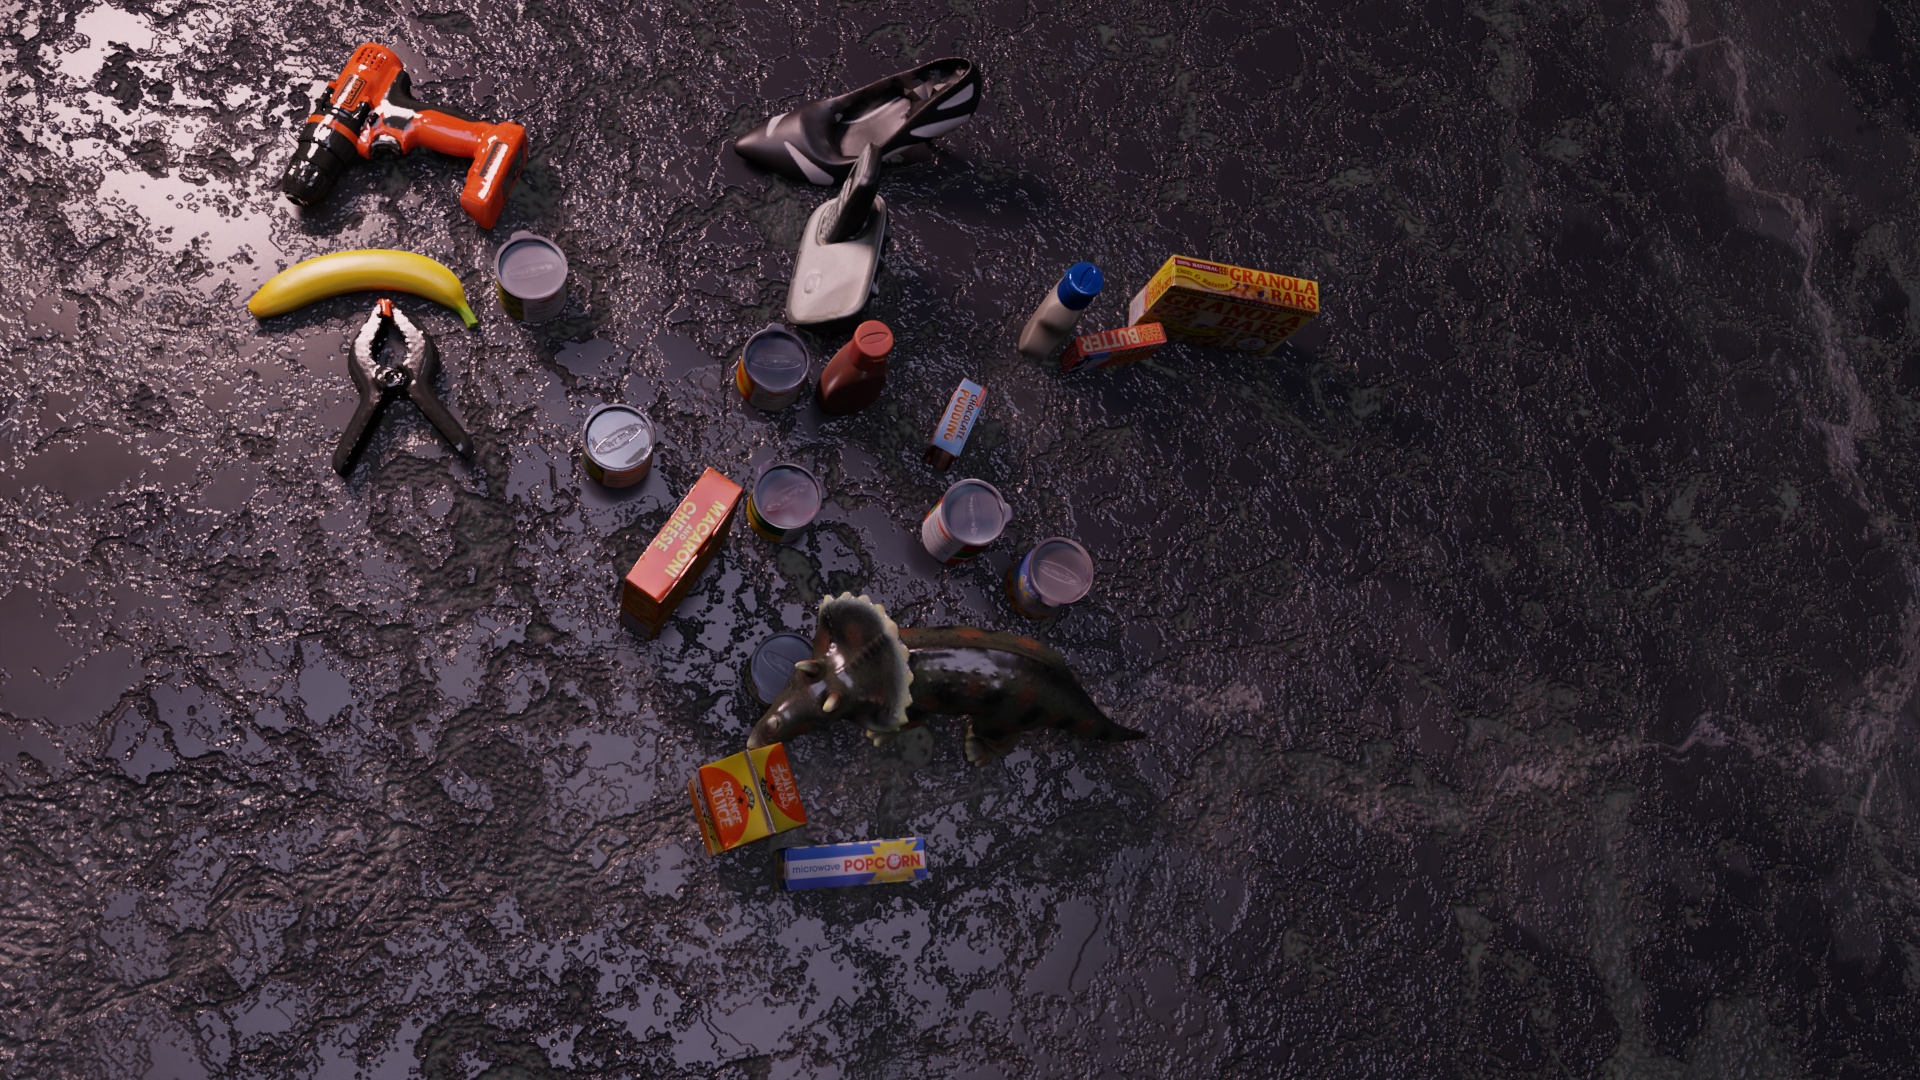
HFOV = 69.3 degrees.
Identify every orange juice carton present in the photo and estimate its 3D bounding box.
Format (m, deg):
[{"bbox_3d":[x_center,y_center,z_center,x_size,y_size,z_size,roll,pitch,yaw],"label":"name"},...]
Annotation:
[{"bbox_3d":[-0.182,0.221,1.180,0.073,0.192,0.072,-16,80,-19],"label":"orange juice carton"}]

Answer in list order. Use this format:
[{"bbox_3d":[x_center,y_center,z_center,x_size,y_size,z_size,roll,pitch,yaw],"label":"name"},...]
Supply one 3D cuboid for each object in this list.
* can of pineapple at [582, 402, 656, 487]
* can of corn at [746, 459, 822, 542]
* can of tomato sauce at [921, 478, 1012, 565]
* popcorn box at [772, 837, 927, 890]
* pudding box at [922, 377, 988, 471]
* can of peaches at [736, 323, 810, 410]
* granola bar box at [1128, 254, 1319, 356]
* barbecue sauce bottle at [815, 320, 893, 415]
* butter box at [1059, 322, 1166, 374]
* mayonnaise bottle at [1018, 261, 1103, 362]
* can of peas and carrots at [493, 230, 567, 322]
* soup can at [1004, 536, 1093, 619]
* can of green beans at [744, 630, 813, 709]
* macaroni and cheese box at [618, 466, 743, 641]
[{"bbox_3d":[-0.321,-0.090,1.302,0.071,0.057,0.071,4,74,-15],"label":"can of pineapple"},{"bbox_3d":[-0.171,-0.038,1.329,0.071,0.058,0.071,4,74,-15],"label":"can of corn"},{"bbox_3d":[0.005,-0.017,1.359,0.071,0.083,0.071,4,74,-15],"label":"can of tomato sauce"},{"bbox_3d":[-0.100,0.290,1.241,0.127,0.085,0.038,-1,75,-16],"label":"popcorn box"},{"bbox_3d":[-0.005,-0.117,1.403,0.030,0.049,0.084,27,69,-7],"label":"pudding box"},{"bbox_3d":[-0.184,-0.169,1.363,0.071,0.058,0.071,4,74,-15],"label":"can of peaches"},{"bbox_3d":[0.278,-0.249,1.480,0.166,0.124,0.039,8,73,-13],"label":"granola bar box"},{"bbox_3d":[-0.097,-0.166,1.338,0.065,0.148,0.044,-15,80,-19],"label":"barbecue sauce bottle"},{"bbox_3d":[0.161,-0.204,1.472,0.104,0.053,0.024,-13,79,-19],"label":"butter box"},{"bbox_3d":[0.104,-0.235,1.414,0.041,0.147,0.065,31,69,-6],"label":"mayonnaise bottle"},{"bbox_3d":[-0.409,-0.250,1.323,0.071,0.058,0.071,4,74,-15],"label":"can of peas and carrots"},{"bbox_3d":[0.085,0.041,1.365,0.071,0.083,0.071,4,74,-15],"label":"soup can"},{"bbox_3d":[-0.165,0.121,1.286,0.071,0.057,0.071,4,74,-15],"label":"can of green beans"},{"bbox_3d":[-0.249,0.015,1.234,0.040,0.166,0.124,35,69,-4],"label":"macaroni and cheese box"}]
